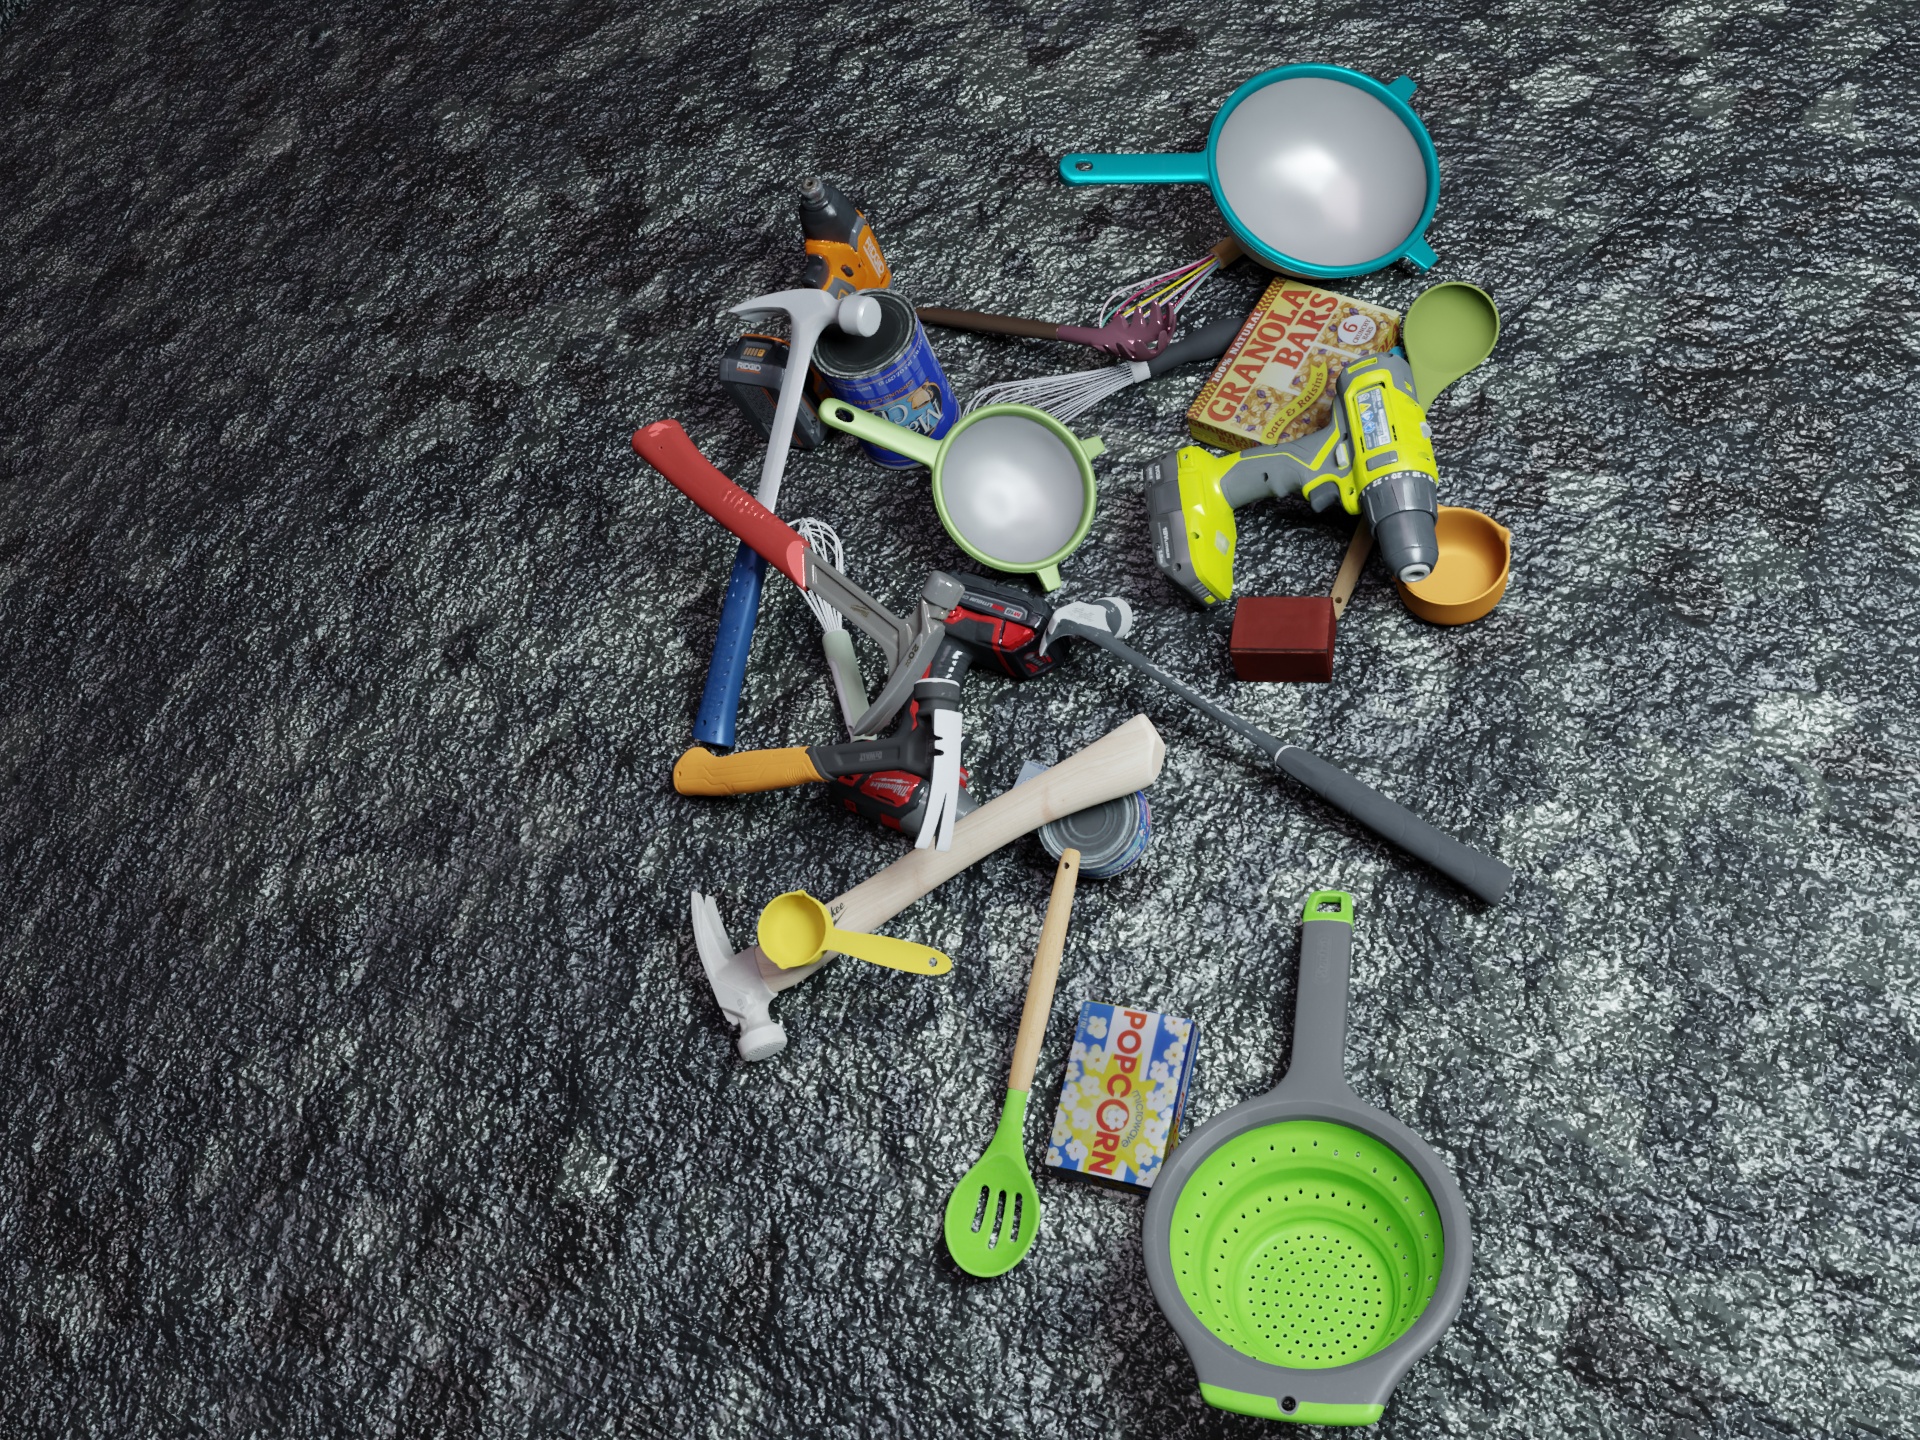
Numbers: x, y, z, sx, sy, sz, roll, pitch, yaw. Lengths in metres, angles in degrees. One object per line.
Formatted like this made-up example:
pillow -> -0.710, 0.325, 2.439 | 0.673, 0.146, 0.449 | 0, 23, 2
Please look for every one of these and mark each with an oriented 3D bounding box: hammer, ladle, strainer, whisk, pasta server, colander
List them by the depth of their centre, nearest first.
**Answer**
colander -> 0.243, 0.294, 1.085 | 0.204, 0.094, 0.397 | -1, 45, 19
hammer -> 0.235, 0.017, 1.217 | 0.409, 0.149, 0.036 | 34, 113, 24
hammer -> -0.028, 0.106, 1.242 | 0.410, 0.038, 0.146 | -32, 65, 13
hammer -> -0.126, 0.044, 1.283 | 0.337, 0.034, 0.127 | -6, 77, 45
ladle -> 0.368, -0.227, 1.328 | 0.078, 0.062, 0.320 | 23, 74, 11
hammer -> -0.160, -0.142, 1.347 | 0.359, 0.036, 0.149 | 39, 104, 25
strainer -> -0.009, -0.216, 1.390 | 0.256, 0.069, 0.151 | 21, 77, -12
hammer -> -0.179, -0.180, 1.402 | 0.144, 0.035, 0.405 | 15, 93, 29
whisk -> -0.114, -0.081, 1.419 | 0.059, 0.057, 0.247 | -7, 61, -20
strainer -> 0.253, -0.476, 1.436 | 0.340, 0.095, 0.211 | -1, 76, -4
whisk -> 0.132, -0.310, 1.454 | 0.284, 0.070, 0.070 | -21, 58, 1
pasta server -> 0.071, -0.370, 1.481 | 0.316, 0.040, 0.060 | 19, 61, 39
whisk -> 0.223, -0.419, 1.486 | 0.245, 0.047, 0.051 | -36, 57, -6

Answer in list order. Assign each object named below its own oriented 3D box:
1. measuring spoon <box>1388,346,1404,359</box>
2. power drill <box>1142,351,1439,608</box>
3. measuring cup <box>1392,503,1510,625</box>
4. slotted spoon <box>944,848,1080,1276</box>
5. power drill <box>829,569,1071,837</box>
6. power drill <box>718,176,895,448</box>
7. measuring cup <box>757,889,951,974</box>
measuring spoon -> 0.353, -0.271, 1.374 | 0.042, 0.021, 0.129 | 34, 68, -15
power drill -> 0.271, -0.174, 1.282 | 0.228, 0.080, 0.191 | -18, 62, 28
measuring cup -> 0.378, -0.153, 1.284 | 0.095, 0.052, 0.174 | -23, 59, 7
slotted spoon -> 0.050, 0.247, 1.171 | 0.070, 0.031, 0.314 | 8, 76, 22
power drill -> -0.002, -0.004, 1.324 | 0.143, 0.078, 0.220 | 21, 75, 28
power drill -> -0.147, -0.396, 1.528 | 0.084, 0.164, 0.226 | 14, 70, 24
measuring cup -> -0.079, 0.172, 1.216 | 0.156, 0.029, 0.062 | 11, 80, 15
